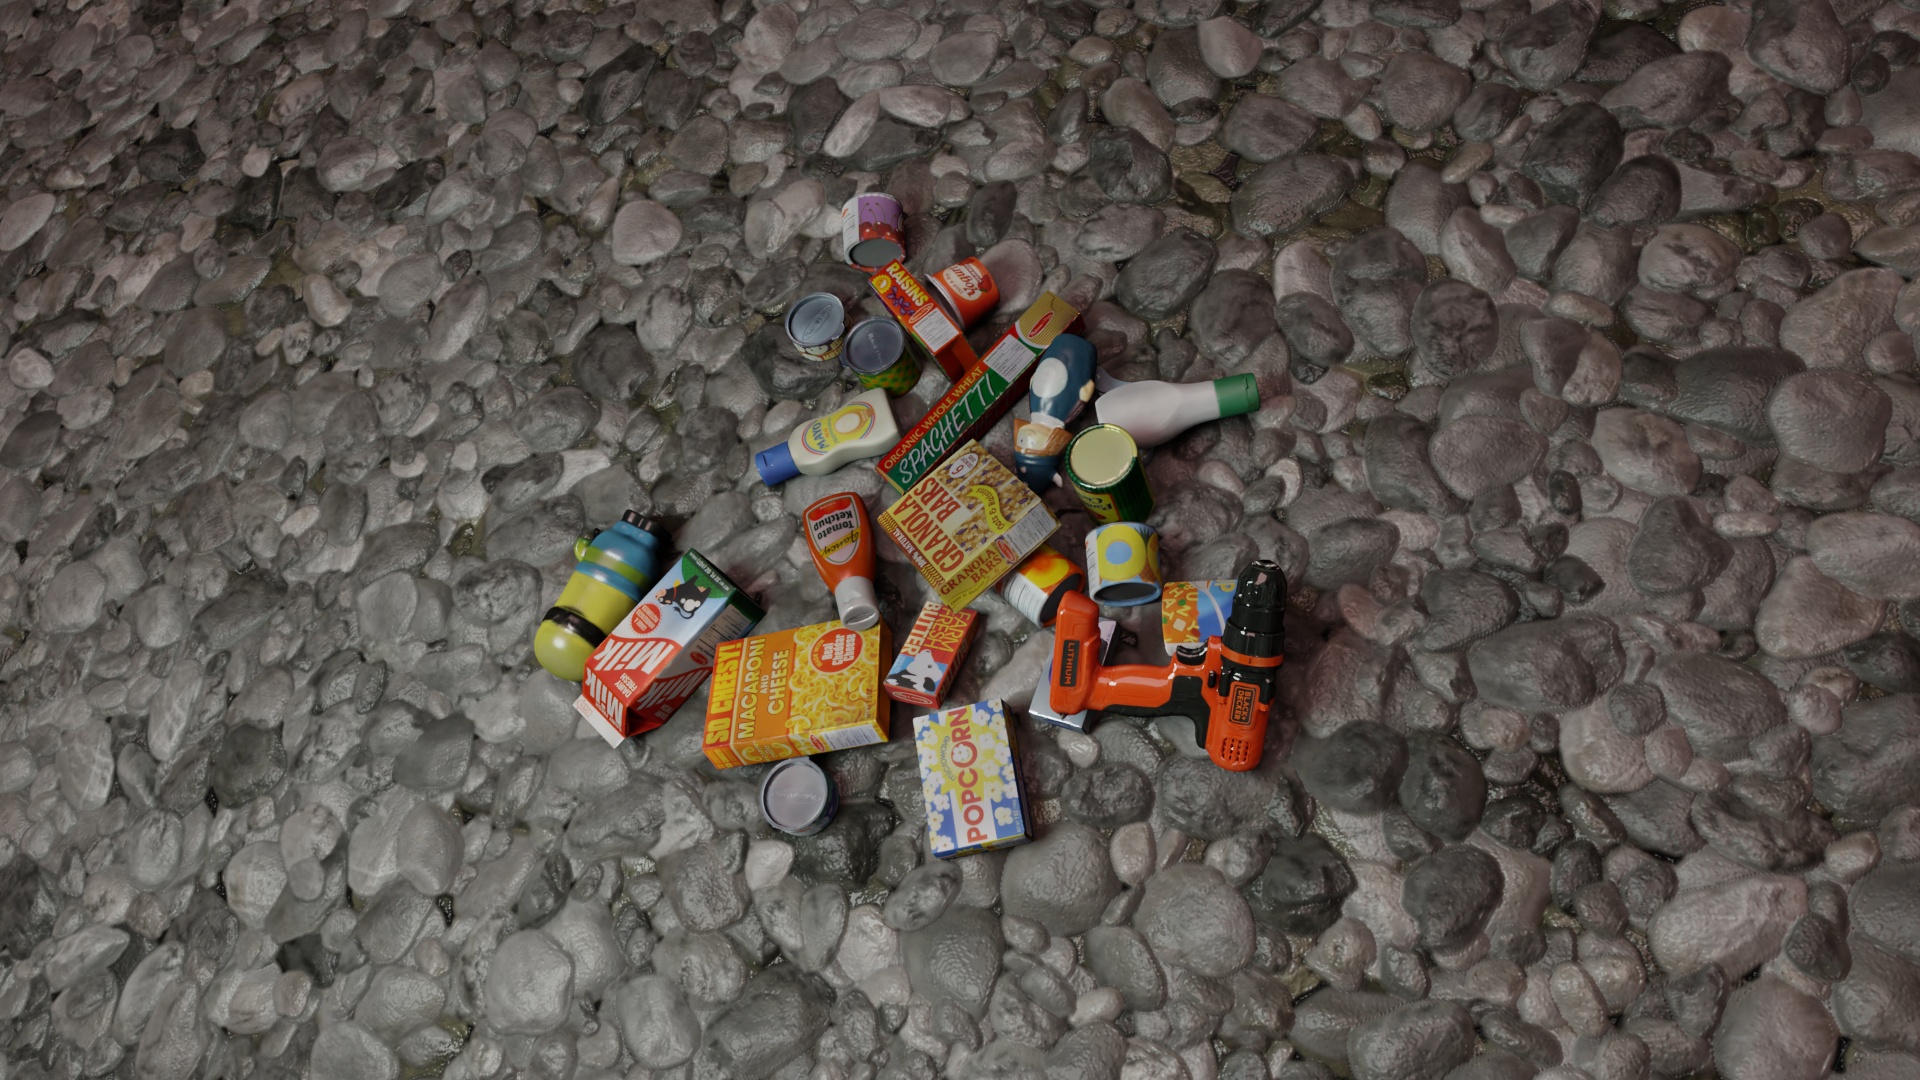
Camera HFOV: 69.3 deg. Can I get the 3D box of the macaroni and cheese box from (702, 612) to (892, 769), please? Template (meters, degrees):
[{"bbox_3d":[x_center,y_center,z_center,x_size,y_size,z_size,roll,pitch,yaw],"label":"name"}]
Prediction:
[{"bbox_3d":[-0.148,0.140,1.283,0.166,0.040,0.124,-11,47,12],"label":"macaroni and cheese box"}]

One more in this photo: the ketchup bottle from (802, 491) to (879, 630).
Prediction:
[{"bbox_3d":[-0.108,0.020,1.317,0.065,0.043,0.149,-21,47,2],"label":"ketchup bottle"}]

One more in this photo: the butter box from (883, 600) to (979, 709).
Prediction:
[{"bbox_3d":[-0.025,0.103,1.270,0.053,0.024,0.104,11,51,21],"label":"butter box"}]

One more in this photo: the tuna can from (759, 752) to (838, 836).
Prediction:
[{"bbox_3d":[-0.146,0.232,1.264,0.071,0.032,0.071,-6,66,14],"label":"tuna can"}]

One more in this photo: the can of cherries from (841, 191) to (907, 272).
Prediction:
[{"bbox_3d":[-0.089,-0.326,1.473,0.071,0.071,0.058,-11,65,12],"label":"can of cherries"}]

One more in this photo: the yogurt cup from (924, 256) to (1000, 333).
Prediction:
[{"bbox_3d":[0.004,-0.252,1.413,0.054,0.072,0.072,-34,62,-8],"label":"yogurt cup"}]

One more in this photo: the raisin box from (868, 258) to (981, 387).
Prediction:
[{"bbox_3d":[-0.033,-0.215,1.395,0.040,0.086,0.124,-39,62,2],"label":"raisin box"}]

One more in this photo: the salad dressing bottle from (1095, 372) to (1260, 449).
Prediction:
[{"bbox_3d":[0.202,-0.124,1.291,0.148,0.044,0.064,-11,63,7],"label":"salad dressing bottle"}]

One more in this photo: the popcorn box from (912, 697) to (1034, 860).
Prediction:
[{"bbox_3d":[0.010,0.210,1.223,0.085,0.038,0.127,-15,64,12],"label":"popcorn box"}]

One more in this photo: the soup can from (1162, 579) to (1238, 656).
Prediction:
[{"bbox_3d":[0.221,0.064,1.206,0.084,0.071,0.071,-3,67,16],"label":"soup can"}]

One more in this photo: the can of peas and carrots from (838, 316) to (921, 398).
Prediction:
[{"bbox_3d":[-0.081,-0.184,1.411,0.071,0.058,0.071,-7,66,15],"label":"can of peas and carrots"}]

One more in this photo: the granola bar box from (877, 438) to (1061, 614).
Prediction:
[{"bbox_3d":[0.005,-0.016,1.280,0.124,0.039,0.166,-40,31,-2],"label":"granola bar box"}]

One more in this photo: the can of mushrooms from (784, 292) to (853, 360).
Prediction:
[{"bbox_3d":[-0.147,-0.224,1.462,0.071,0.033,0.071,-6,65,14],"label":"can of mushrooms"}]

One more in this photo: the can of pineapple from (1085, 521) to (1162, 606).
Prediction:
[{"bbox_3d":[0.149,0.022,1.248,0.071,0.071,0.058,-8,66,14],"label":"can of pineapple"}]

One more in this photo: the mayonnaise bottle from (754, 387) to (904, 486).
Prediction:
[{"bbox_3d":[-0.133,-0.099,1.399,0.148,0.041,0.065,-23,65,6],"label":"mayonnaise bottle"}]

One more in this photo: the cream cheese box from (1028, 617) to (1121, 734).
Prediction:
[{"bbox_3d":[0.103,0.117,1.244,0.053,0.024,0.104,13,71,23],"label":"cream cheese box"}]

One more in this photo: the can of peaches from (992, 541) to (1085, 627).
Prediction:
[{"bbox_3d":[0.073,0.036,1.265,0.058,0.071,0.071,38,82,27],"label":"can of peaches"}]

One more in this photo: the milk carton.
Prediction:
[{"bbox_3d":[-0.287,0.108,1.338,0.072,0.073,0.191,38,82,27],"label":"milk carton"}]

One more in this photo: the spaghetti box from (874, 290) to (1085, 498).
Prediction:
[{"bbox_3d":[0.019,-0.141,1.370,0.250,0.028,0.050,-46,60,-2],"label":"spaghetti box"}]

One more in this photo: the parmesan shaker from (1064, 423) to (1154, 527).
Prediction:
[{"bbox_3d":[0.134,-0.058,1.266,0.071,0.103,0.071,-6,66,15],"label":"parmesan shaker"}]
